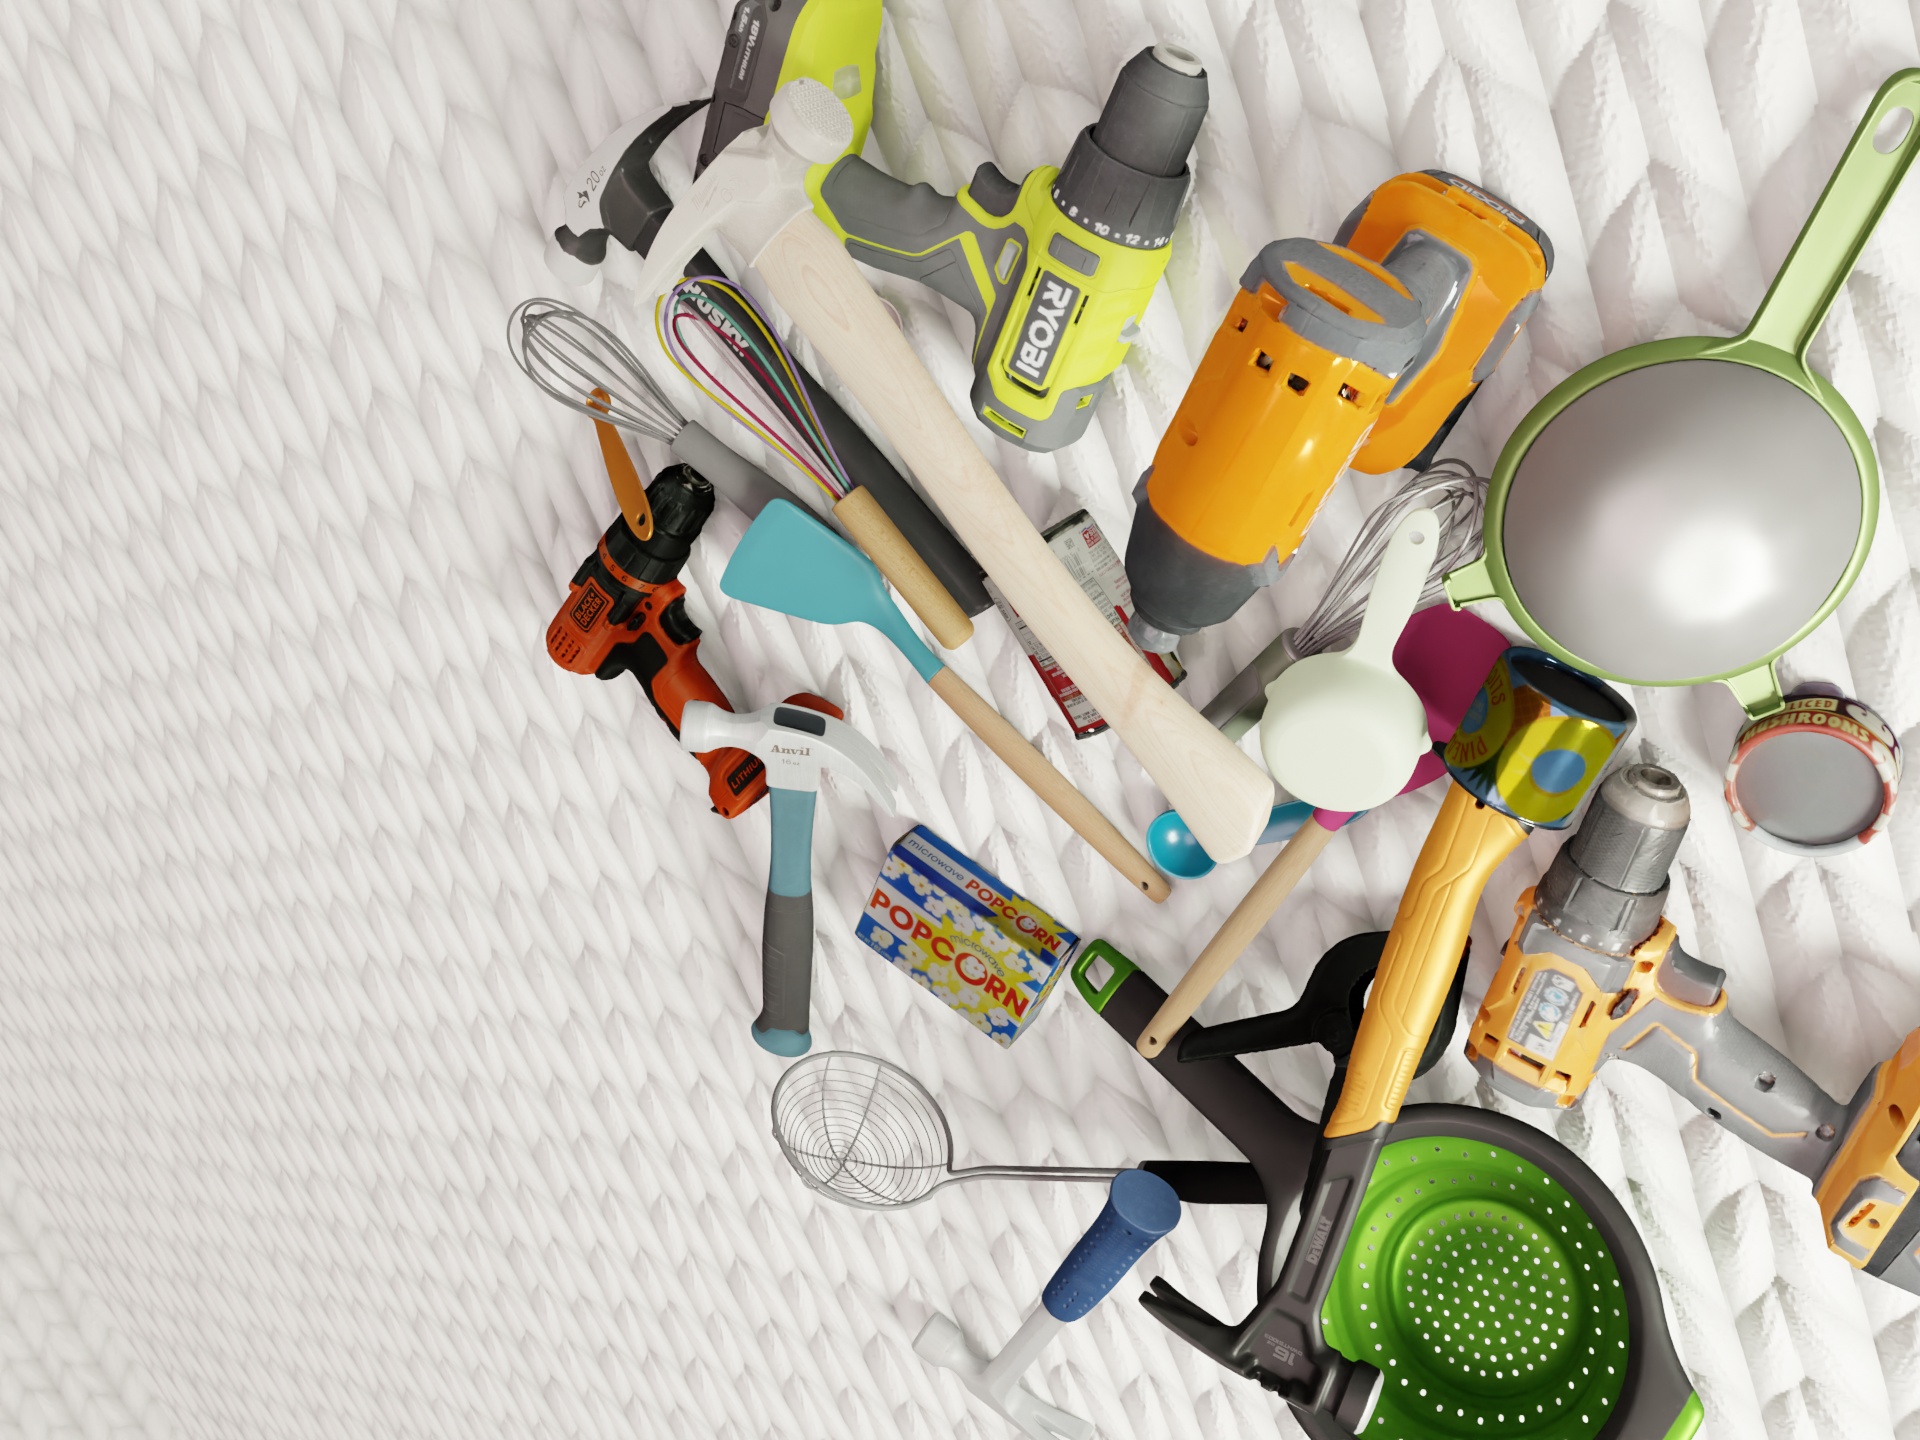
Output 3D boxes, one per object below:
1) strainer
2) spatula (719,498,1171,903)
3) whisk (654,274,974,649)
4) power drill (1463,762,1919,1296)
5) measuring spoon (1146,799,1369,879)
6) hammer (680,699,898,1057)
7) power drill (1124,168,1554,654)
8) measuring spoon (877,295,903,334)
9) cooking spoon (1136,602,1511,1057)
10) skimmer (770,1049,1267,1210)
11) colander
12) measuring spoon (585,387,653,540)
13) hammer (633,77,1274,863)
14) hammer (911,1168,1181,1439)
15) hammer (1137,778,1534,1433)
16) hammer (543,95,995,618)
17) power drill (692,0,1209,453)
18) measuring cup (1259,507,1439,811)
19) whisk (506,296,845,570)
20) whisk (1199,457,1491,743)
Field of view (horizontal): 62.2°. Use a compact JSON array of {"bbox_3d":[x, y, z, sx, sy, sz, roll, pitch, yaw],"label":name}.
[{"bbox_3d":[0.303,-0.115,0.607,0.151,0.069,0.256,21,120,5],"label":"strainer"},{"bbox_3d":[-0.001,-0.003,0.916,0.317,0.044,0.082,44,129,4],"label":"spatula"},{"bbox_3d":[-0.078,-0.134,0.851,0.245,0.047,0.051,51,132,-5],"label":"whisk"},{"bbox_3d":[0.361,0.133,0.722,0.226,0.084,0.185,26,126,26],"label":"power drill"},{"bbox_3d":[0.161,0.055,0.859,0.128,0.021,0.042,-16,104,30],"label":"measuring spoon"},{"bbox_3d":[-0.112,0.115,1.027,0.128,0.033,0.330,6,135,-2],"label":"hammer"},{"bbox_3d":[0.142,-0.122,0.626,0.084,0.226,0.164,36,130,13],"label":"power drill"},{"bbox_3d":[-0.021,-0.173,0.855,0.034,0.018,0.124,-32,102,15],"label":"measuring spoon"},{"bbox_3d":[0.175,0.070,0.826,0.069,0.017,0.318,36,121,9],"label":"cooking spoon"},{"bbox_3d":[0.052,0.262,1.001,0.363,0.127,0.090,-6,111,26],"label":"skimmer"},{"bbox_3d":[0.217,0.262,0.886,0.397,0.094,0.204,42,100,31],"label":"colander"},{"bbox_3d":[-0.203,-0.155,0.960,0.021,0.011,0.117,-39,61,29],"label":"measuring spoon"},{"bbox_3d":[0.007,-0.095,0.768,0.146,0.038,0.410,-33,97,40],"label":"hammer"},{"bbox_3d":[0.067,0.390,1.042,0.144,0.035,0.405,35,143,12],"label":"hammer"},{"bbox_3d":[0.198,0.179,0.791,0.127,0.034,0.337,22,102,23],"label":"hammer"},{"bbox_3d":[-0.092,-0.188,0.881,0.335,0.035,0.146,49,133,1],"label":"hammer"},{"bbox_3d":[-0.003,-0.260,0.752,0.228,0.080,0.190,33,130,11],"label":"power drill"},{"bbox_3d":[0.184,-0.022,0.722,0.083,0.038,0.167,21,137,13],"label":"measuring cup"},{"bbox_3d":[-0.162,-0.162,0.922,0.239,0.055,0.055,38,131,-3],"label":"whisk"},{"bbox_3d":[0.171,-0.040,0.775,0.246,0.059,0.058,-50,45,46],"label":"whisk"}]
